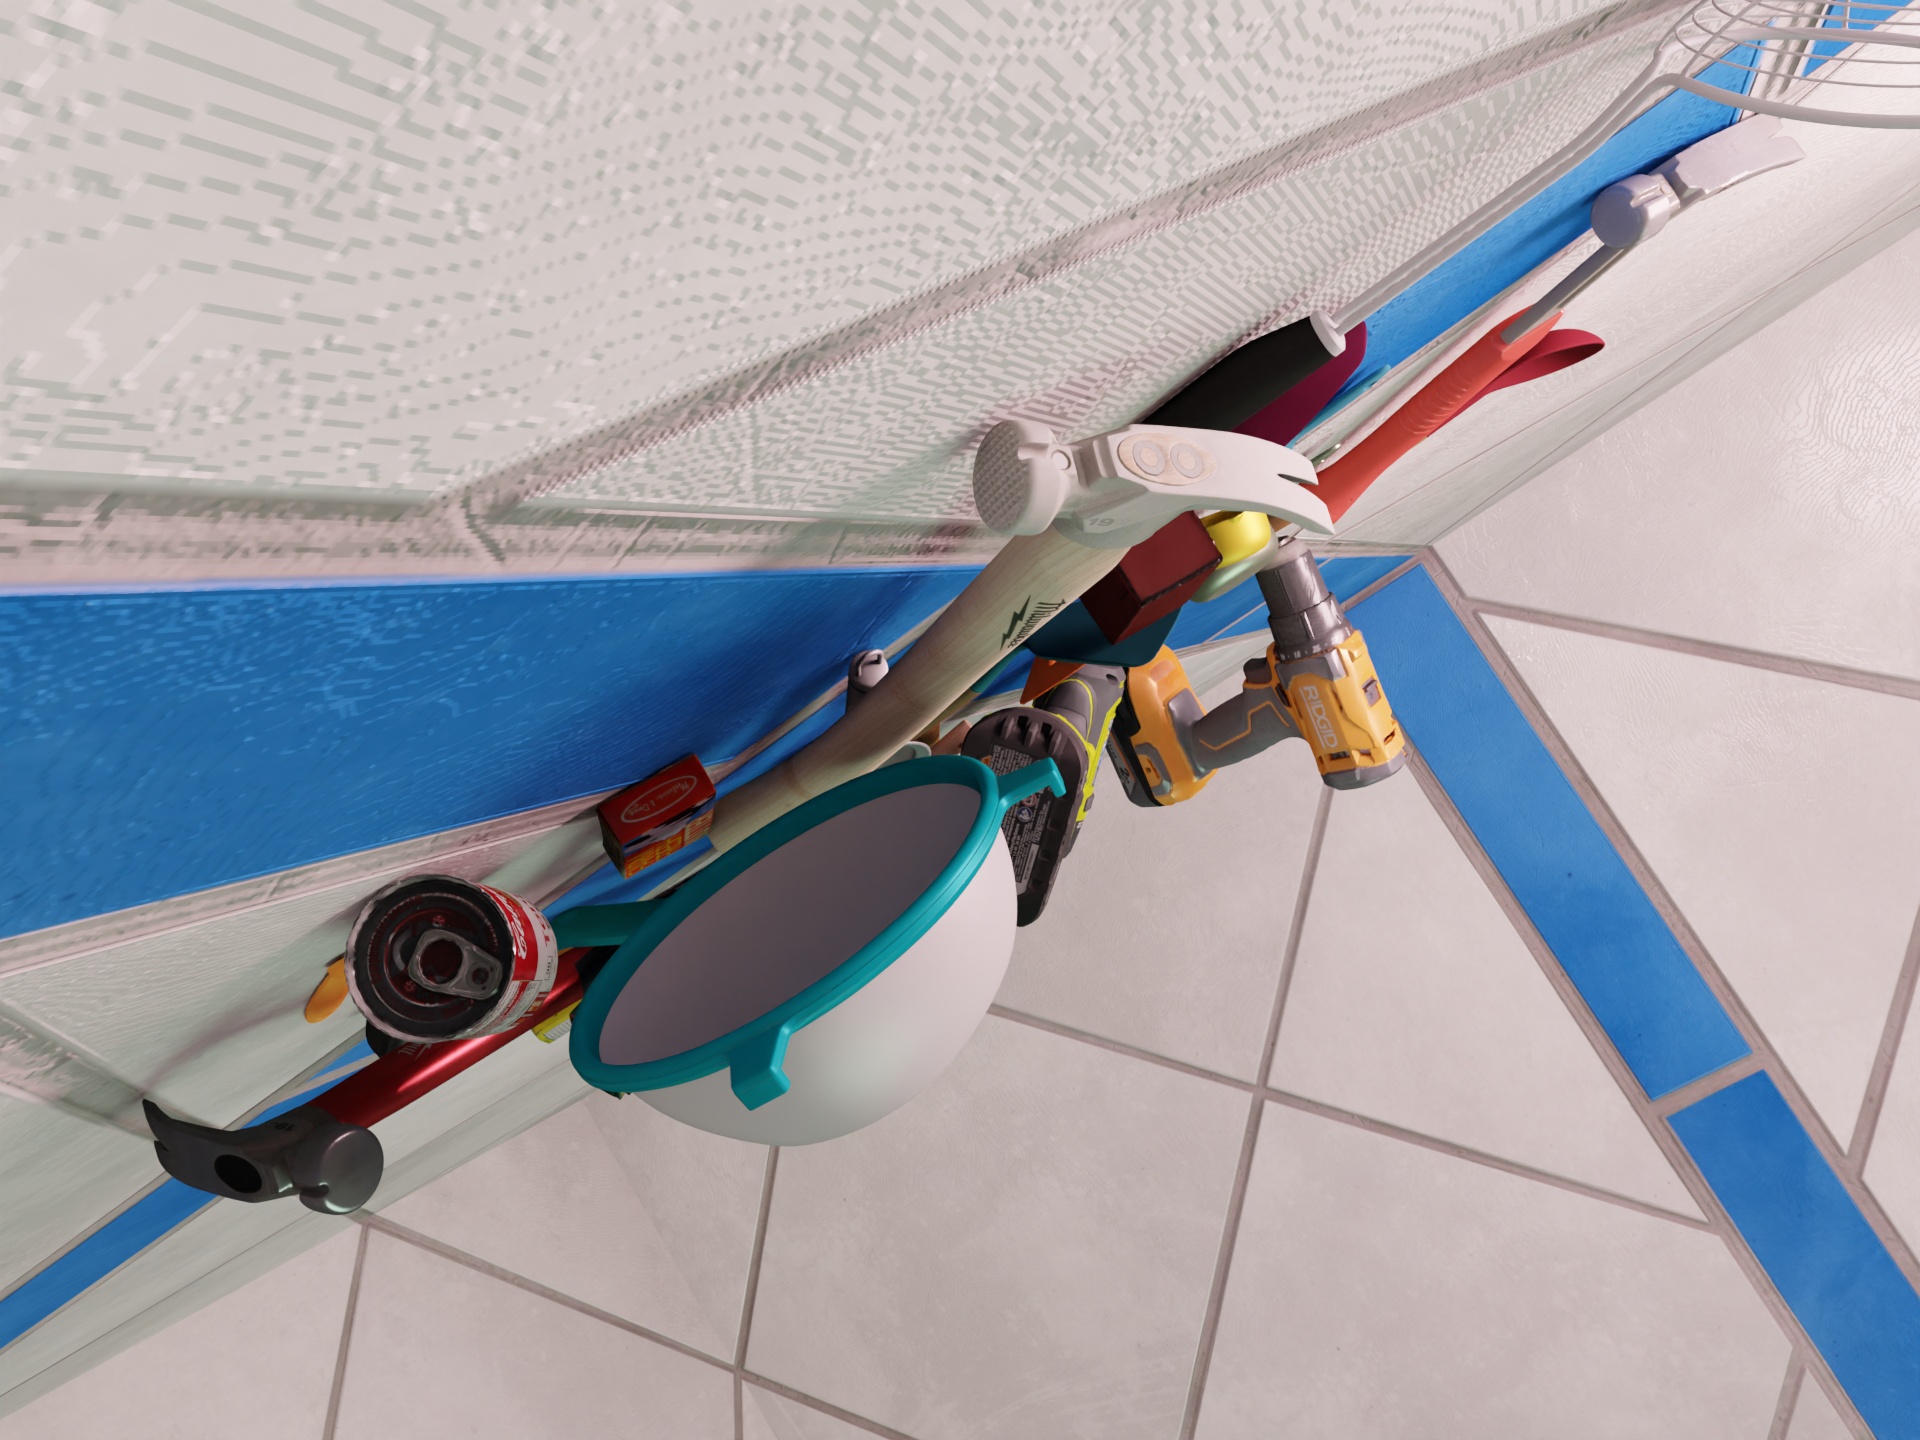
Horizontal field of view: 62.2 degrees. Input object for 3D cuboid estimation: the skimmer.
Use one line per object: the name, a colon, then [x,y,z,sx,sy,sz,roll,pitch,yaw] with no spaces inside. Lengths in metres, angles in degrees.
skimmer: [0.208,-0.161,0.603,0.363,0.090,0.127,-33,-155,27]

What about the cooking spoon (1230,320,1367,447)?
cooking spoon: [0.064,-0.088,0.757,0.319,0.017,0.069,-35,-153,38]

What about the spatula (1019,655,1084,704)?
spatula: [0.110,-0.062,1.101,0.081,0.041,0.322,-35,174,20]

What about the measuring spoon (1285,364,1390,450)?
measuring spoon: [0.197,-0.155,0.886,0.042,0.021,0.128,-27,173,-38]

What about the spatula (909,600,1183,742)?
spatula: [-0.002,-0.003,0.953,0.317,0.044,0.082,-32,-162,40]

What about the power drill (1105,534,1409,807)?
power drill: [0.201,-0.030,1.180,0.226,0.185,0.084,-13,-164,46]

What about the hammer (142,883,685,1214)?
hammer: [-0.236,0.145,0.864,0.143,0.038,0.386,0,-164,31]

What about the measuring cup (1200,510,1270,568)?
measuring cup: [0.114,-0.087,0.939,0.156,0.029,0.062,-27,-169,-11]

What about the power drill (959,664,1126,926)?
power drill: [0.049,0.057,1.080,0.228,0.080,0.190,-35,141,-74]

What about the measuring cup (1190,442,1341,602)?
measuring cup: [0.200,-0.126,1.039,0.083,0.038,0.167,-27,174,-36]

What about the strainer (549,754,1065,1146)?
strainer: [-0.093,0.120,0.729,0.340,0.095,0.211,-12,-154,51]

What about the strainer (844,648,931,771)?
strainer: [-0.054,0.007,0.858,0.087,0.050,0.258,-23,166,-13]

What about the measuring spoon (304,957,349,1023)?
measuring spoon: [-0.297,0.131,0.760,0.021,0.011,0.117,-27,172,-36]

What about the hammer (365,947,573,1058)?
hammer: [-0.218,0.143,0.995,0.337,0.034,0.127,-19,141,-50]

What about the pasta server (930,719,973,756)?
pasta server: [-0.103,0.116,1.026,0.316,0.040,0.060,-43,142,3]

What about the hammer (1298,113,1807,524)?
hammer: [0.315,-0.215,0.936,0.149,0.037,0.359,-28,172,-28]

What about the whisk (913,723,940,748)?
whisk: [-0.030,0.026,1.120,0.051,0.047,0.245,-30,169,-8]

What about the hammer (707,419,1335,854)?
hammer: [-0.012,-0.013,0.718,0.146,0.038,0.410,-1,159,-30]

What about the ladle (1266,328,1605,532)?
ladle: [0.298,-0.187,1.107,0.315,0.031,0.069,-31,171,7]
